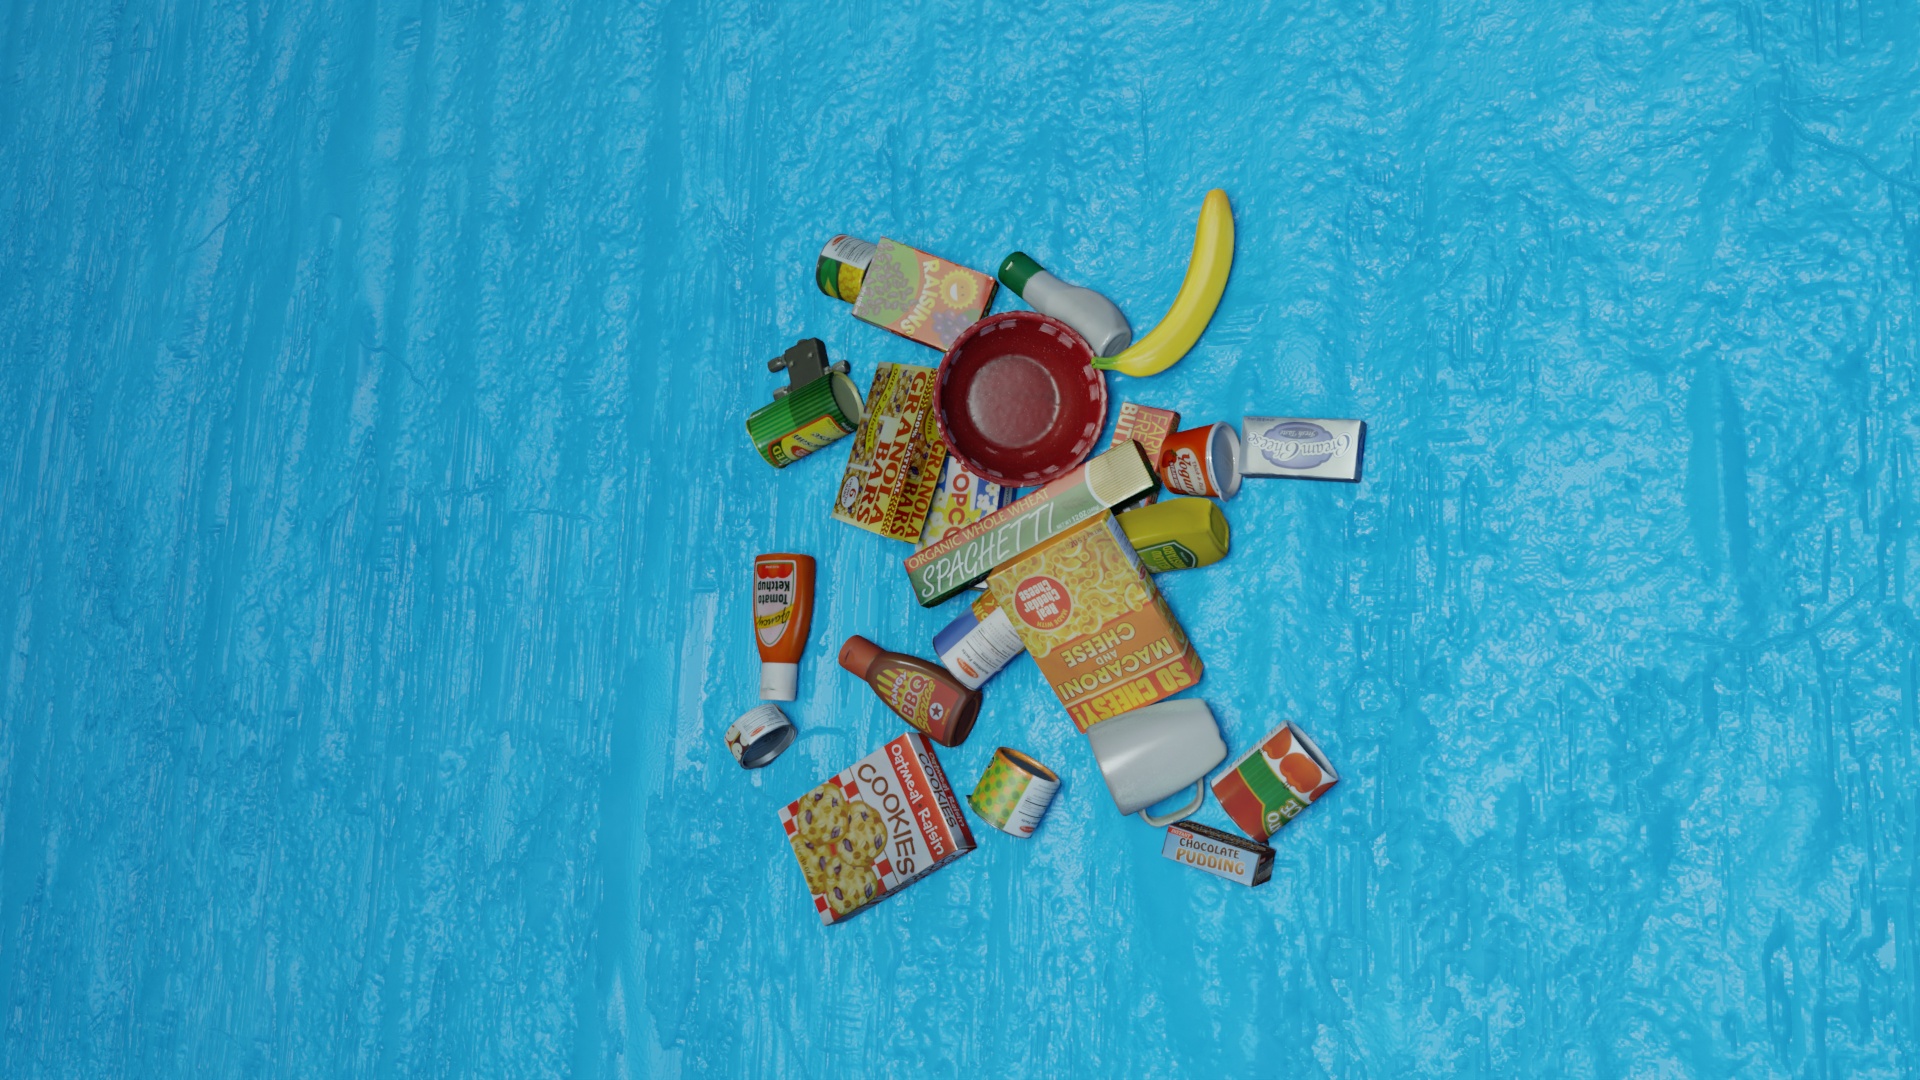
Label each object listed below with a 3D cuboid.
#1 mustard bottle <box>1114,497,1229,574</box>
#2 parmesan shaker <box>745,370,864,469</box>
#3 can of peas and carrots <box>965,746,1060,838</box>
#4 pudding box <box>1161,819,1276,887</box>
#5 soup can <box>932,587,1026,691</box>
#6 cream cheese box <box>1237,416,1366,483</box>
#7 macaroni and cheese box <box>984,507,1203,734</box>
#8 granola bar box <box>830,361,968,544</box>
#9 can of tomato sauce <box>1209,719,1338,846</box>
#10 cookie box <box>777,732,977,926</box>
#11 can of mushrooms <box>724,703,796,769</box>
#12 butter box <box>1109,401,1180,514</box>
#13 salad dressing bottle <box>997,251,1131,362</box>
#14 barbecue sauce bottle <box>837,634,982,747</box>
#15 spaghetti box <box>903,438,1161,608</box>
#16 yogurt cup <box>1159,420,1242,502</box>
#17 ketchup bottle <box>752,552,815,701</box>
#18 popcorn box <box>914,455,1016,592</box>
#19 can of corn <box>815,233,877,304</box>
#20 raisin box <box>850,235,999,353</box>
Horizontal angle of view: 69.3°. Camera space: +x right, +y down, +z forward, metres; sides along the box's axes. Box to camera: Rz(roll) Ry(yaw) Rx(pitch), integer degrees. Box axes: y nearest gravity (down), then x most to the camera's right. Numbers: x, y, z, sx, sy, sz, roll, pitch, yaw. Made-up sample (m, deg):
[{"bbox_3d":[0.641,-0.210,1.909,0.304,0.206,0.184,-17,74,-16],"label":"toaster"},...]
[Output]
[{"bbox_3d":[0.157,0.004,1.240,0.160,0.065,0.049,-13,50,30],"label":"mustard bottle"},{"bbox_3d":[-0.158,-0.124,1.420,0.103,0.071,0.071,-24,71,22],"label":"parmesan shaker"},{"bbox_3d":[0.047,0.226,1.258,0.071,0.071,0.058,31,96,28],"label":"can of peas and carrots"},{"bbox_3d":[0.219,0.263,1.171,0.084,0.049,0.030,14,91,29],"label":"pudding box"},{"bbox_3d":[0.026,0.087,1.294,0.083,0.071,0.071,-43,65,15],"label":"soup can"},{"bbox_3d":[0.295,-0.079,1.203,0.104,0.024,0.053,4,85,28],"label":"cream cheese box"},{"bbox_3d":[0.118,0.072,1.219,0.123,0.040,0.166,-28,99,23],"label":"macaroni and cheese box"},{"bbox_3d":[-0.061,-0.087,1.353,0.124,0.039,0.165,17,90,58],"label":"granola bar box"},{"bbox_3d":[0.261,0.201,1.150,0.083,0.071,0.071,-44,65,14],"label":"can of tomato sauce"},{"bbox_3d":[-0.081,0.276,1.332,0.167,0.040,0.123,-34,68,20],"label":"cookie box"},{"bbox_3d":[-0.201,0.198,1.395,0.071,0.071,0.033,-48,65,13],"label":"can of mushrooms"},{"bbox_3d":[0.162,-0.073,1.271,0.053,0.024,0.103,17,90,29],"label":"butter box"},{"bbox_3d":[0.097,-0.223,1.320,0.148,0.044,0.064,44,104,27],"label":"salad dressing bottle"},{"bbox_3d":[-0.052,0.139,1.337,0.149,0.044,0.064,28,104,29],"label":"barbecue sauce bottle"},{"bbox_3d":[0.062,-0.013,1.271,0.249,0.028,0.050,-28,72,16],"label":"spaghetti box"},{"bbox_3d":[0.211,-0.069,1.224,0.054,0.072,0.072,-3,80,36],"label":"yogurt cup"},{"bbox_3d":[-0.182,0.088,1.414,0.064,0.043,0.149,-2,81,27],"label":"ketchup bottle"},{"bbox_3d":[0.005,-0.017,1.336,0.085,0.038,0.126,5,84,27],"label":"popcorn box"},{"bbox_3d":[-0.105,-0.273,1.423,0.058,0.071,0.071,23,93,28],"label":"can of corn"},{"bbox_3d":[-0.034,-0.237,1.370,0.123,0.040,0.086,22,92,8],"label":"raisin box"}]
